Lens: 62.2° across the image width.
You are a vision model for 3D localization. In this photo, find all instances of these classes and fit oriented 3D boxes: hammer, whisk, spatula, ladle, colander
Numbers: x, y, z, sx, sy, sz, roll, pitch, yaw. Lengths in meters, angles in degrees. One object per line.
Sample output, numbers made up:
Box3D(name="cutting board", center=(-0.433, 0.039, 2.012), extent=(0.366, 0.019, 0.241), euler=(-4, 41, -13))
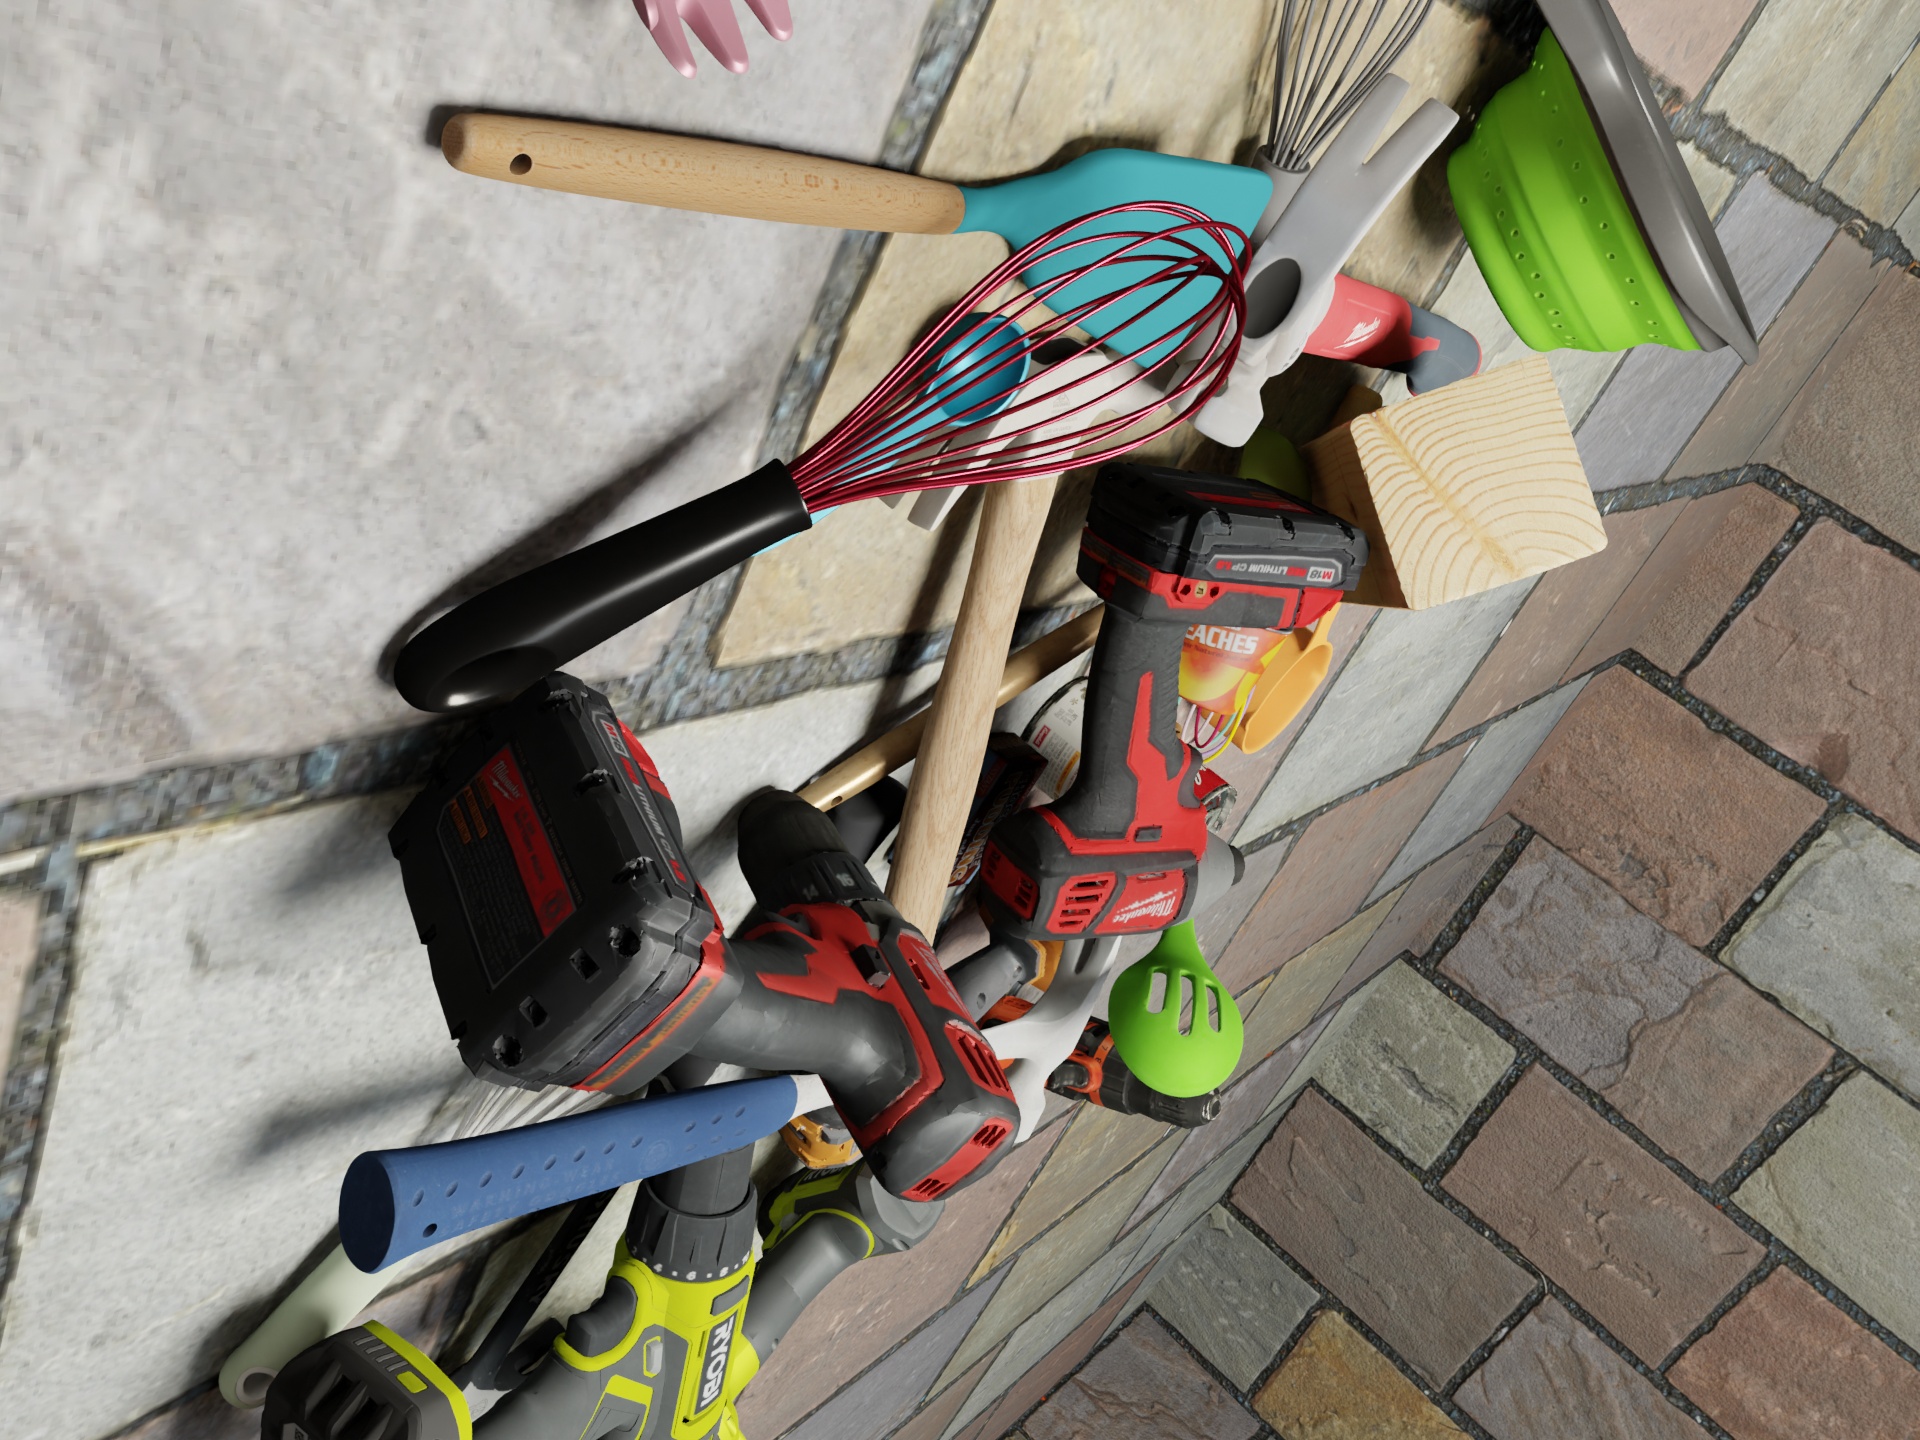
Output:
Box3D(name="hammer", center=(-0.146, 0.194, 0.768), extent=(0.409, 0.036, 0.149), euler=(-55, 158, 11))
Box3D(name="whisk", center=(-0.205, 0.182, 0.638), extent=(0.246, 0.059, 0.057), euler=(-45, 119, -1))
Box3D(name="hammer", center=(-0.068, 0.156, 0.683), extent=(0.405, 0.035, 0.144), euler=(-1, 121, -51))
Box3D(name="spatula", center=(-0.012, -0.151, 0.477), extent=(0.317, 0.044, 0.082), euler=(-16, 146, -51))
Box3D(name="whisk", center=(0.130, -0.219, 0.628), extent=(0.055, 0.055, 0.238), euler=(-32, 154, -36))
Box3D(name="ladle", center=(0.049, -0.048, 0.761), extent=(0.320, 0.062, 0.078), euler=(-32, 149, -22))
Box3D(name="hammer", center=(0.209, -0.197, 0.753), extent=(0.143, 0.038, 0.386), euler=(-56, 163, 23))
Box3D(name="hammer", center=(-0.001, -0.002, 0.680), extent=(0.130, 0.031, 0.331), euler=(-17, 133, -43))
Box3D(name="colander", center=(0.252, -0.267, 0.711), extent=(0.094, 0.205, 0.396), euler=(-24, 153, 31))
Box3D(name="whisk", center=(-0.033, -0.077, 0.484), extent=(0.296, 0.073, 0.073), euler=(-29, 153, -10))
Box3D(name="whisk", center=(0.182, -0.079, 0.926), extent=(0.051, 0.047, 0.245), euler=(17, 112, -23))

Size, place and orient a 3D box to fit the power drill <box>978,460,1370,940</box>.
Box3D(name="power drill", center=(0.099, 0.000, 0.737), extent=(0.143, 0.079, 0.219), euler=(1, 114, -34))

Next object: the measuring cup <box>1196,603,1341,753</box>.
Box3D(name="measuring cup", center=(0.199, -0.060, 0.987), extent=(0.095, 0.052, 0.173), euler=(-27, 146, -42))

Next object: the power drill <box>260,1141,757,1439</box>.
Box3D(name="power drill", center=(-0.173, 0.271, 0.677), extent=(0.228, 0.080, 0.190), euler=(-17, 124, -56))

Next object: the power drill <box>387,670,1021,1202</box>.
Box3D(name="power drill", center=(-0.083, 0.068, 0.562), extent=(0.080, 0.188, 0.226), euler=(-43, 140, 10))

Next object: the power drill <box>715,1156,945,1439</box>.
Box3D(name="power drill", center=(-0.125, 0.338, 0.914), extent=(0.223, 0.080, 0.171), euler=(-38, -176, -41))

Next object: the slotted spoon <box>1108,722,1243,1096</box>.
Box3D(name="slotted spoon", center=(0.120, 0.086, 0.887), extent=(0.314, 0.070, 0.031), euler=(-79, -175, -58))

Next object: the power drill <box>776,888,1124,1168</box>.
Box3D(name="power drill", center=(-0.006, 0.147, 0.874), extent=(0.226, 0.084, 0.185), euler=(-36, 163, -21))

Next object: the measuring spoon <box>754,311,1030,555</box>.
Box3D(name="measuring spoon", center=(-0.032, -0.101, 0.558), extent=(0.128, 0.021, 0.042), euler=(-37, 144, -6))

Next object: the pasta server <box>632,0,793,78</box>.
Box3D(name="pasta server", center=(0.028, -0.229, 0.439), extent=(0.316, 0.040, 0.060), euler=(-30, 162, -41))
